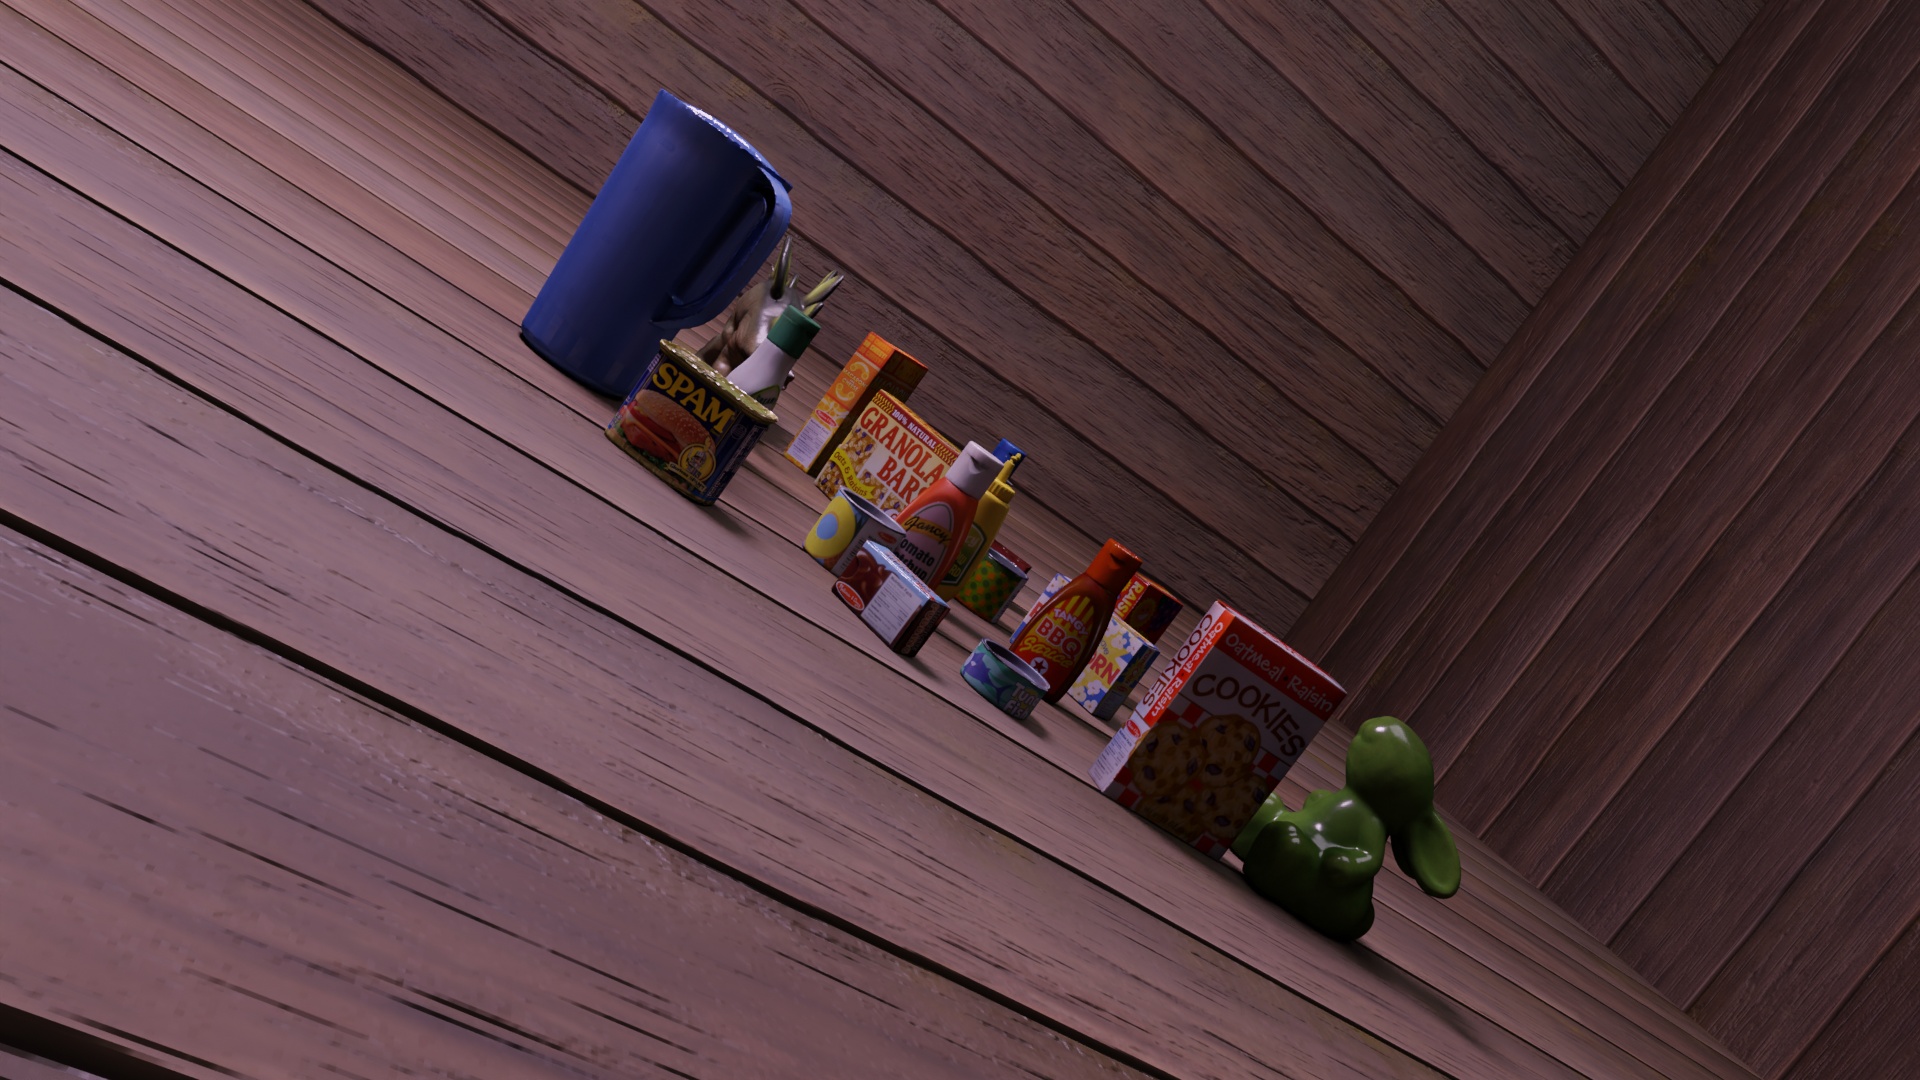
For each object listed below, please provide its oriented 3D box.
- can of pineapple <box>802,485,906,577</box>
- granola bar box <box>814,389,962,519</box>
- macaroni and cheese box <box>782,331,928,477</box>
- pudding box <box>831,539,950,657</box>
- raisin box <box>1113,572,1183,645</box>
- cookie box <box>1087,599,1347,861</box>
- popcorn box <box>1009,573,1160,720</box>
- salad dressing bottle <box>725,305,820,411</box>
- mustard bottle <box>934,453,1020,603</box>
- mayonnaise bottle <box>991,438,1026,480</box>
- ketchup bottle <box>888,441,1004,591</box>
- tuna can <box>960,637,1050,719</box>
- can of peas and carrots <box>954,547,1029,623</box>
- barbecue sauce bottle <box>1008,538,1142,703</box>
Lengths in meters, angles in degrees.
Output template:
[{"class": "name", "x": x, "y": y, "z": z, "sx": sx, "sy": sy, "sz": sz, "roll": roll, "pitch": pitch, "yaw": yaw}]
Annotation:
[{"class": "can of pineapple", "x": -0.089, "y": -0.003, "z": 1.143, "sx": 0.071, "sy": 0.058, "sz": 0.071, "roll": 35, "pitch": 6, "yaw": -4}, {"class": "granola bar box", "x": -0.067, "y": -0.065, "z": 1.417, "sx": 0.039, "sy": 0.124, "sz": 0.166, "roll": 30, "pitch": 8, "yaw": -45}, {"class": "macaroni and cheese box", "x": -0.115, "y": -0.145, "z": 1.553, "sx": 0.040, "sy": 0.166, "sz": 0.124, "roll": 37, "pitch": 6, "yaw": 15}, {"class": "pudding box", "x": -0.053, "y": 0.043, "z": 1.037, "sx": 0.084, "sy": 0.049, "sz": 0.030, "roll": 40, "pitch": 7, "yaw": 36}, {"class": "raisin box", "x": 0.175, "y": 0.098, "z": 1.495, "sx": 0.040, "sy": 0.123, "sz": 0.086, "roll": 41, "pitch": 8, "yaw": 40}, {"class": "cookie box", "x": 0.197, "y": 0.146, "z": 1.063, "sx": 0.123, "sy": 0.167, "sz": 0.040, "roll": 34, "pitch": 6, "yaw": -21}, {"class": "popcorn box", "x": 0.118, "y": 0.102, "z": 1.344, "sx": 0.127, "sy": 0.085, "sz": 0.038, "roll": 40, "pitch": 7, "yaw": 36}, {"class": "salad dressing bottle", "x": -0.187, "y": -0.149, "z": 1.293, "sx": 0.044, "sy": 0.147, "sz": 0.064, "roll": 38, "pitch": 6, "yaw": 24}, {"class": "mustard bottle", "x": 0.005, "y": -0.016, "z": 1.266, "sx": 0.065, "sy": 0.160, "sz": 0.049, "roll": 34, "pitch": 6, "yaw": -14}, {"class": "mayonnaise bottle", "x": 0.024, "y": -0.057, "z": 1.722, "sx": 0.064, "sy": 0.148, "sz": 0.041, "roll": 33, "pitch": 6, "yaw": -23}, {"class": "ketchup bottle", "x": -0.020, "y": -0.014, "z": 1.178, "sx": 0.065, "sy": 0.148, "sz": 0.043, "roll": 36, "pitch": 6, "yaw": 3}, {"class": "tuna can", "x": 0.036, "y": 0.110, "z": 1.090, "sx": 0.071, "sy": 0.033, "sz": 0.071, "roll": 35, "pitch": 6, "yaw": -4}, {"class": "can of peas and carrots", "x": 0.025, "y": 0.041, "z": 1.413, "sx": 0.071, "sy": 0.058, "sz": 0.071, "roll": 35, "pitch": 6, "yaw": -4}, {"class": "barbecue sauce bottle", "x": 0.103, "y": 0.068, "z": 1.223, "sx": 0.065, "sy": 0.148, "sz": 0.043, "roll": 37, "pitch": 6, "yaw": 11}]
